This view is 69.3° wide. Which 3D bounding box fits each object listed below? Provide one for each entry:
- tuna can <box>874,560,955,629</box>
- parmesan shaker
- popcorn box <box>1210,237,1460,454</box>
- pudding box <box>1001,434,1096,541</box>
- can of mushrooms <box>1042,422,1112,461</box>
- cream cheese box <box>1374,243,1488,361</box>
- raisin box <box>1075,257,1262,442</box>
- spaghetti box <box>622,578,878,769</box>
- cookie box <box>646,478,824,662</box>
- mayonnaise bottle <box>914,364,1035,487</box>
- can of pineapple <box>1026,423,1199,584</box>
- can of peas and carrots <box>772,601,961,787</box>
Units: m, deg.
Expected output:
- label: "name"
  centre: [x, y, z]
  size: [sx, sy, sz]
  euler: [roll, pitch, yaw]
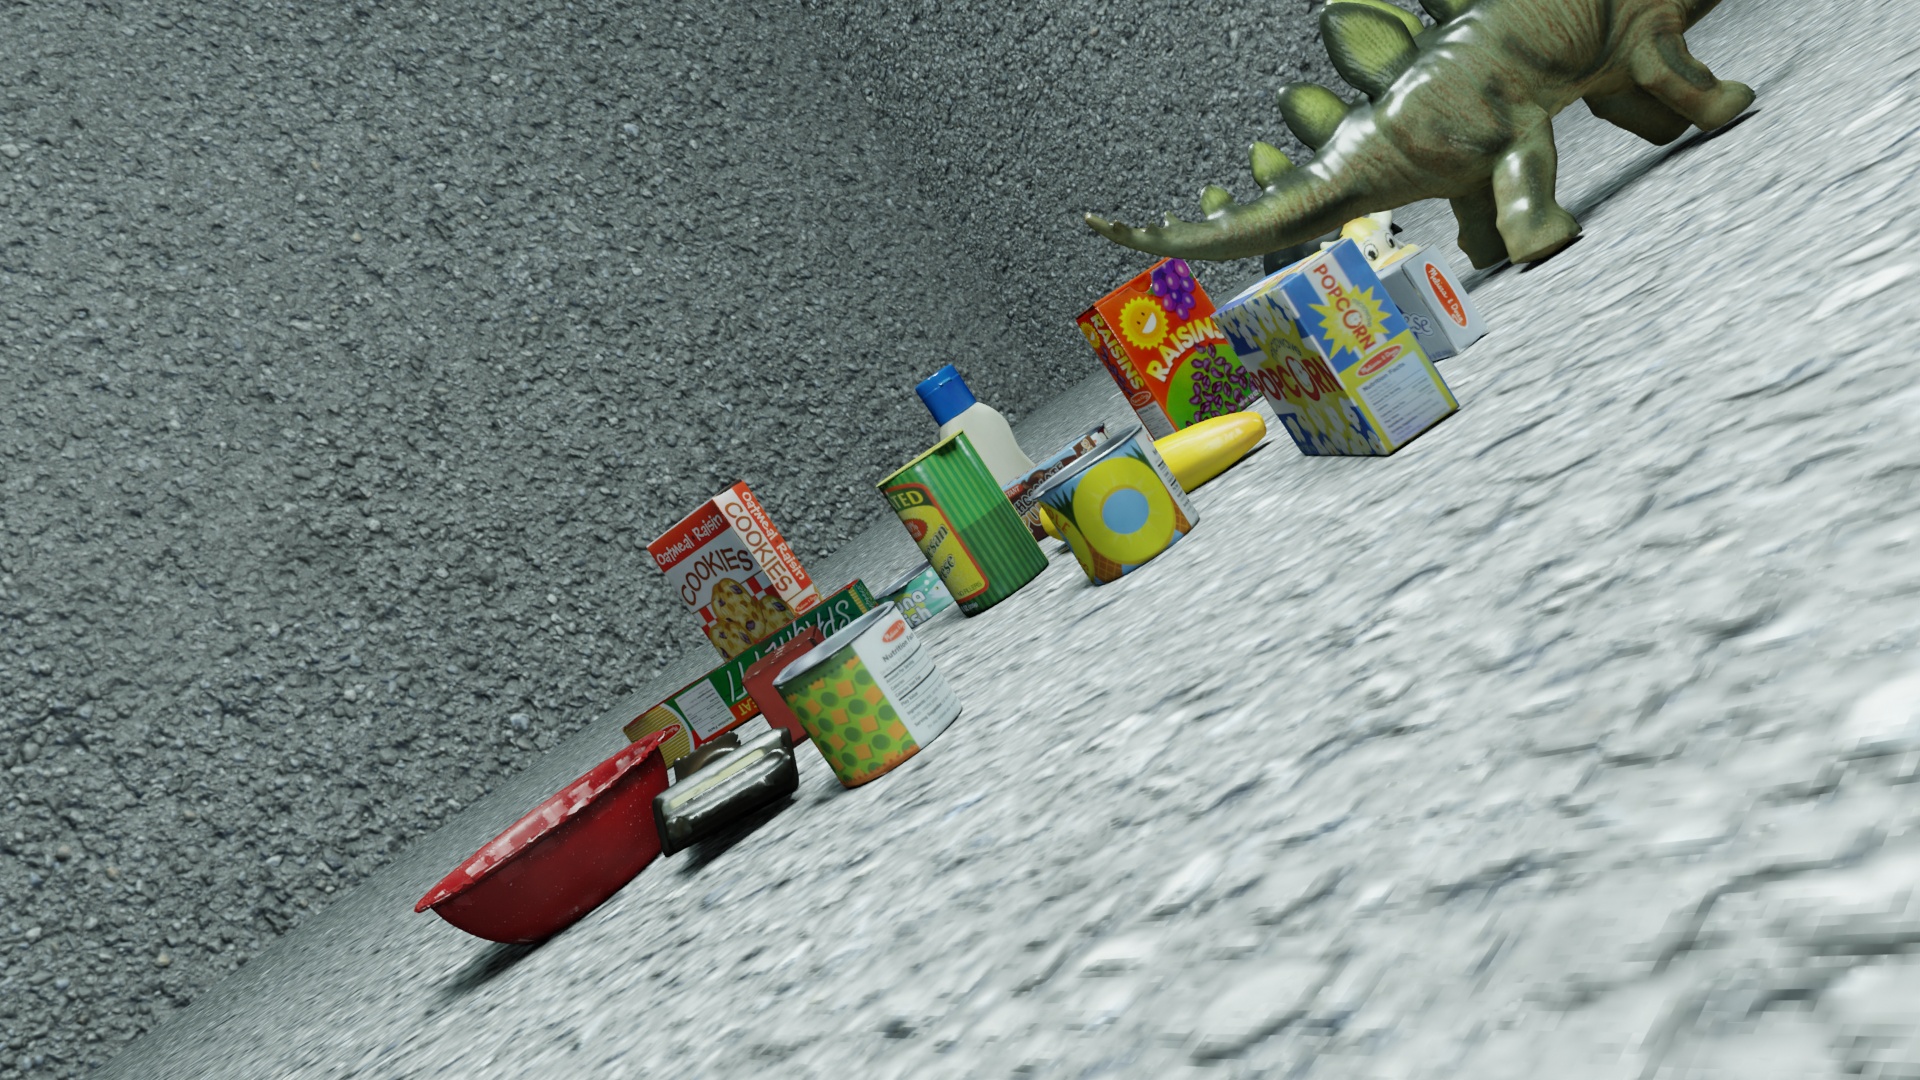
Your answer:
- label: "tuna can"
  centre: [-0.028, 0.039, 1.028]
  size: [0.071, 0.033, 0.071]
  euler: [-33, 4, 3]
- label: "parmesan shaker"
  centre: [0.003, -0.011, 0.884]
  size: [0.071, 0.103, 0.071]
  euler: [-34, 4, 3]
- label: "popcorn box"
  centre: [0.164, -0.083, 0.626]
  size: [0.038, 0.085, 0.127]
  euler: [-34, 4, 0]
- label: "pudding box"
  centre: [0.071, -0.037, 1.014]
  size: [0.083, 0.049, 0.030]
  euler: [-30, 6, 40]
- label: "can of mushrooms"
  centre: [0.110, -0.075, 1.253]
  size: [0.071, 0.033, 0.071]
  euler: [-33, 4, 3]
- label: "cream cheese box"
  centre: [0.228, -0.116, 0.732]
  size: [0.024, 0.053, 0.103]
  euler: [-35, 5, -12]
- label: "raisin box"
  centre: [0.153, -0.134, 1.006]
  size: [0.086, 0.123, 0.040]
  euler: [-35, 4, -21]
- label: "spaghetti box"
  centre: [-0.163, 0.111, 1.106]
  size: [0.249, 0.050, 0.029]
  euler: [-32, 5, 21]
- label: "cookie box"
  centre: [-0.181, 0.045, 1.184]
  size: [0.122, 0.167, 0.040]
  euler: [-29, 6, 46]
- label: "mayonnaise bottle"
  centre: [0.019, -0.070, 1.108]
  size: [0.065, 0.148, 0.041]
  euler: [-35, 4, -15]
- label: "can of pineapple"
  centre: [0.078, -0.017, 0.710]
  size: [0.071, 0.058, 0.071]
  euler: [-33, 4, 3]
- label: "can of peas and carrots"
  centre: [-0.043, 0.071, 0.630]
  size: [0.071, 0.058, 0.071]
  euler: [-33, 4, 3]
